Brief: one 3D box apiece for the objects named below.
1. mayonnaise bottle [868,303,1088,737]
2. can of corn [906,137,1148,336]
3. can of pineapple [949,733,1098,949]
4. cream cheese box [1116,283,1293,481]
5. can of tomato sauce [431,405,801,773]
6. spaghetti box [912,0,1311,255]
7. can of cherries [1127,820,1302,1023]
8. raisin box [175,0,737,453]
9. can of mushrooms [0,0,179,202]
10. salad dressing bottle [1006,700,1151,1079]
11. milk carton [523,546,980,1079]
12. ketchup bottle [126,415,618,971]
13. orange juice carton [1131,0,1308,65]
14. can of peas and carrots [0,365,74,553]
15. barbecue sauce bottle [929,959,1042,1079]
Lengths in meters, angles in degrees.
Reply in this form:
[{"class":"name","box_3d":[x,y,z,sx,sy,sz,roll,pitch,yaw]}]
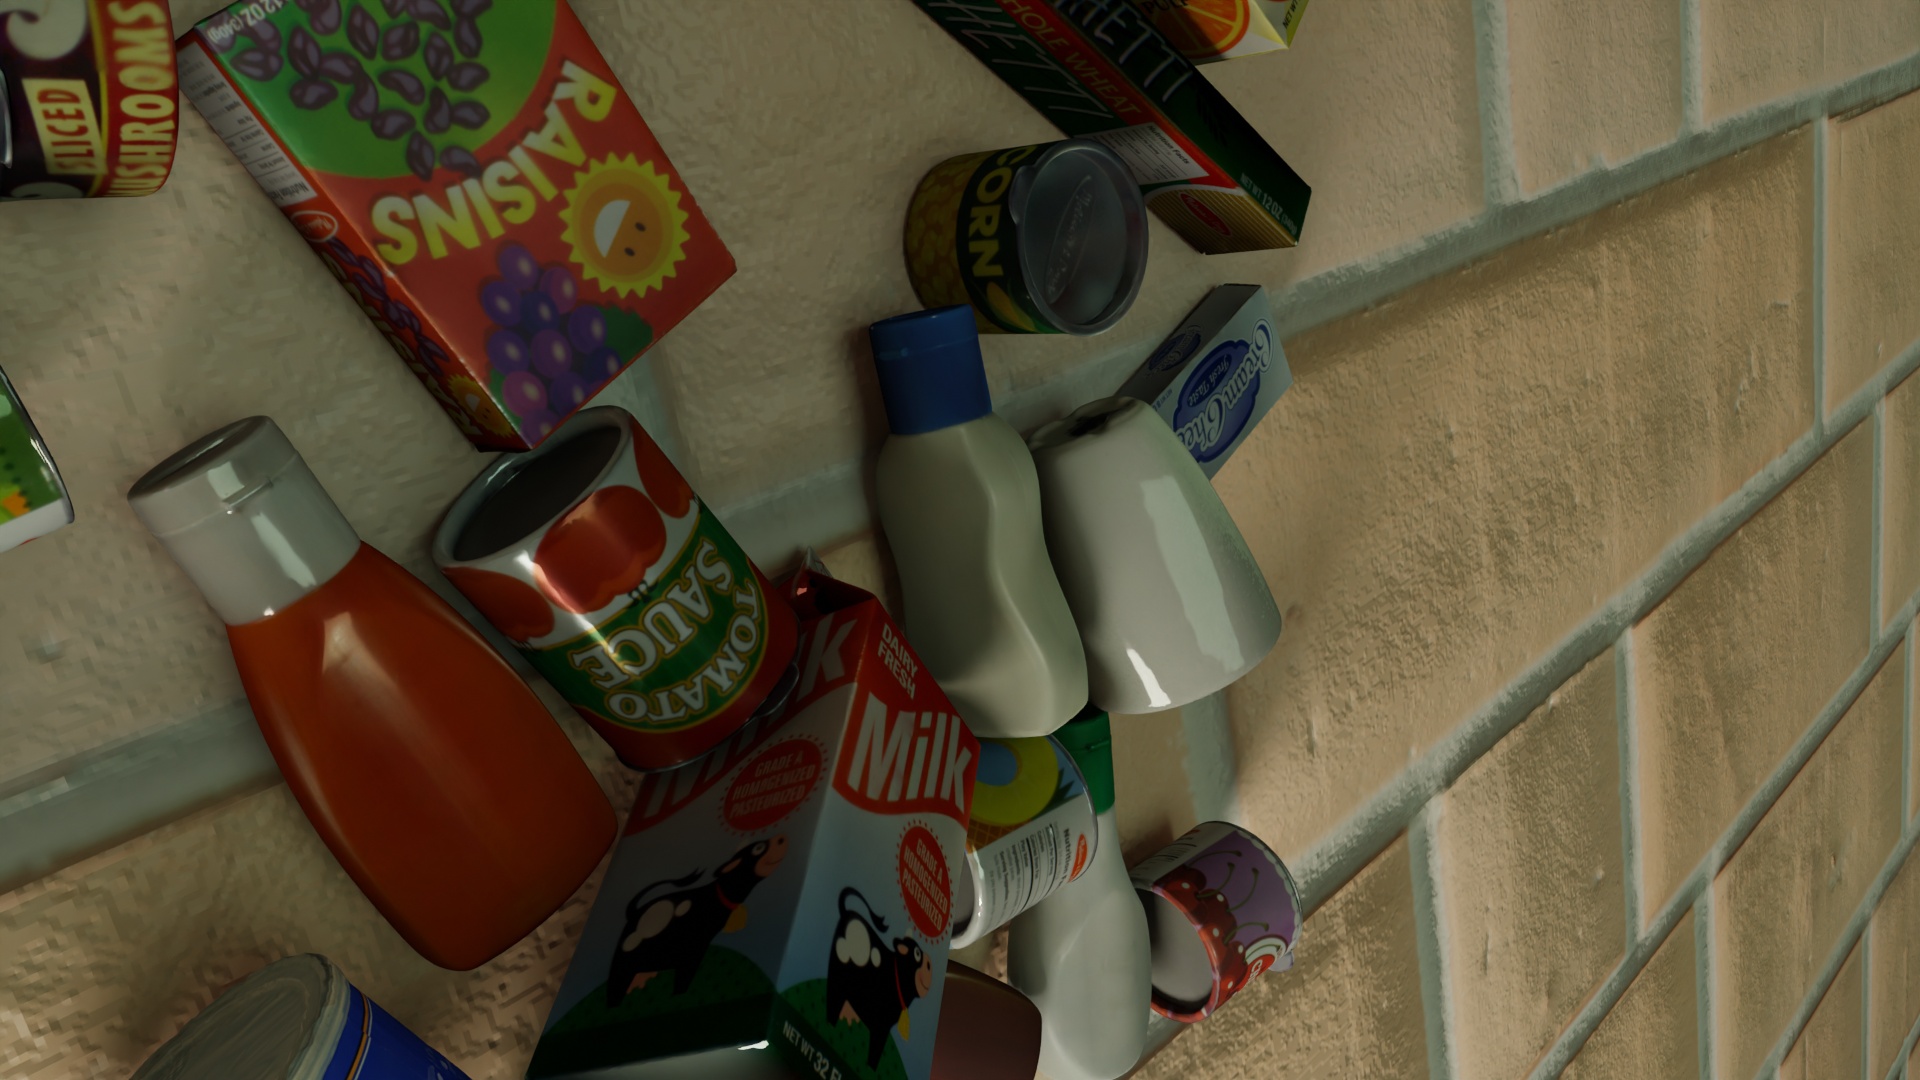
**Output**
[{"class":"mayonnaise bottle","box_3d":[0.002,-0.006,0.483,0.041,0.064,0.147,-27,110,-49]},{"class":"can of corn","box_3d":[0.021,-0.106,0.488,0.071,0.058,0.071,-7,101,-42]},{"class":"can of pineapple","box_3d":[0.005,0.103,0.497,0.058,0.071,0.070,-19,108,-39]},{"class":"cream cheese box","box_3d":[0.101,-0.060,0.593,0.104,0.024,0.053,-47,126,-28]},{"class":"can of tomato sauce","box_3d":[-0.094,0.014,0.388,0.071,0.071,0.083,-51,126,-26]},{"class":"spaghetti box","box_3d":[0.044,-0.177,0.506,0.250,0.050,0.029,28,75,-41]},{"class":"can of cherries","box_3d":[0.104,0.164,0.592,0.058,0.071,0.071,-21,109,-39]},{"class":"raisin box","box_3d":[-0.128,-0.096,0.364,0.086,0.040,0.123,-50,124,-28]},{"class":"can of mushrooms","box_3d":[-0.188,-0.102,0.285,0.033,0.071,0.071,-15,105,-43]},{"class":"salad dressing bottle","box_3d":[0.046,0.139,0.554,0.064,0.044,0.147,-12,103,-40]},{"class":"milk carton","box_3d":[-0.047,0.085,0.410,0.072,0.073,0.191,58,26,-30]},{"class":"ketchup bottle","box_3d":[-0.150,0.039,0.357,0.065,0.043,0.148,-44,123,-32]},{"class":"orange juice carton","box_3d":[0.052,-0.258,0.487,0.192,0.073,0.072,35,72,-40]},{"class":"can of peas and carrots","box_3d":[-0.221,-0.021,0.268,0.059,0.071,0.070,-35,118,-34]},{"class":"barbecue sauce bottle","box_3d":[-0.034,0.170,0.484,0.148,0.043,0.065,36,70,-39]}]
